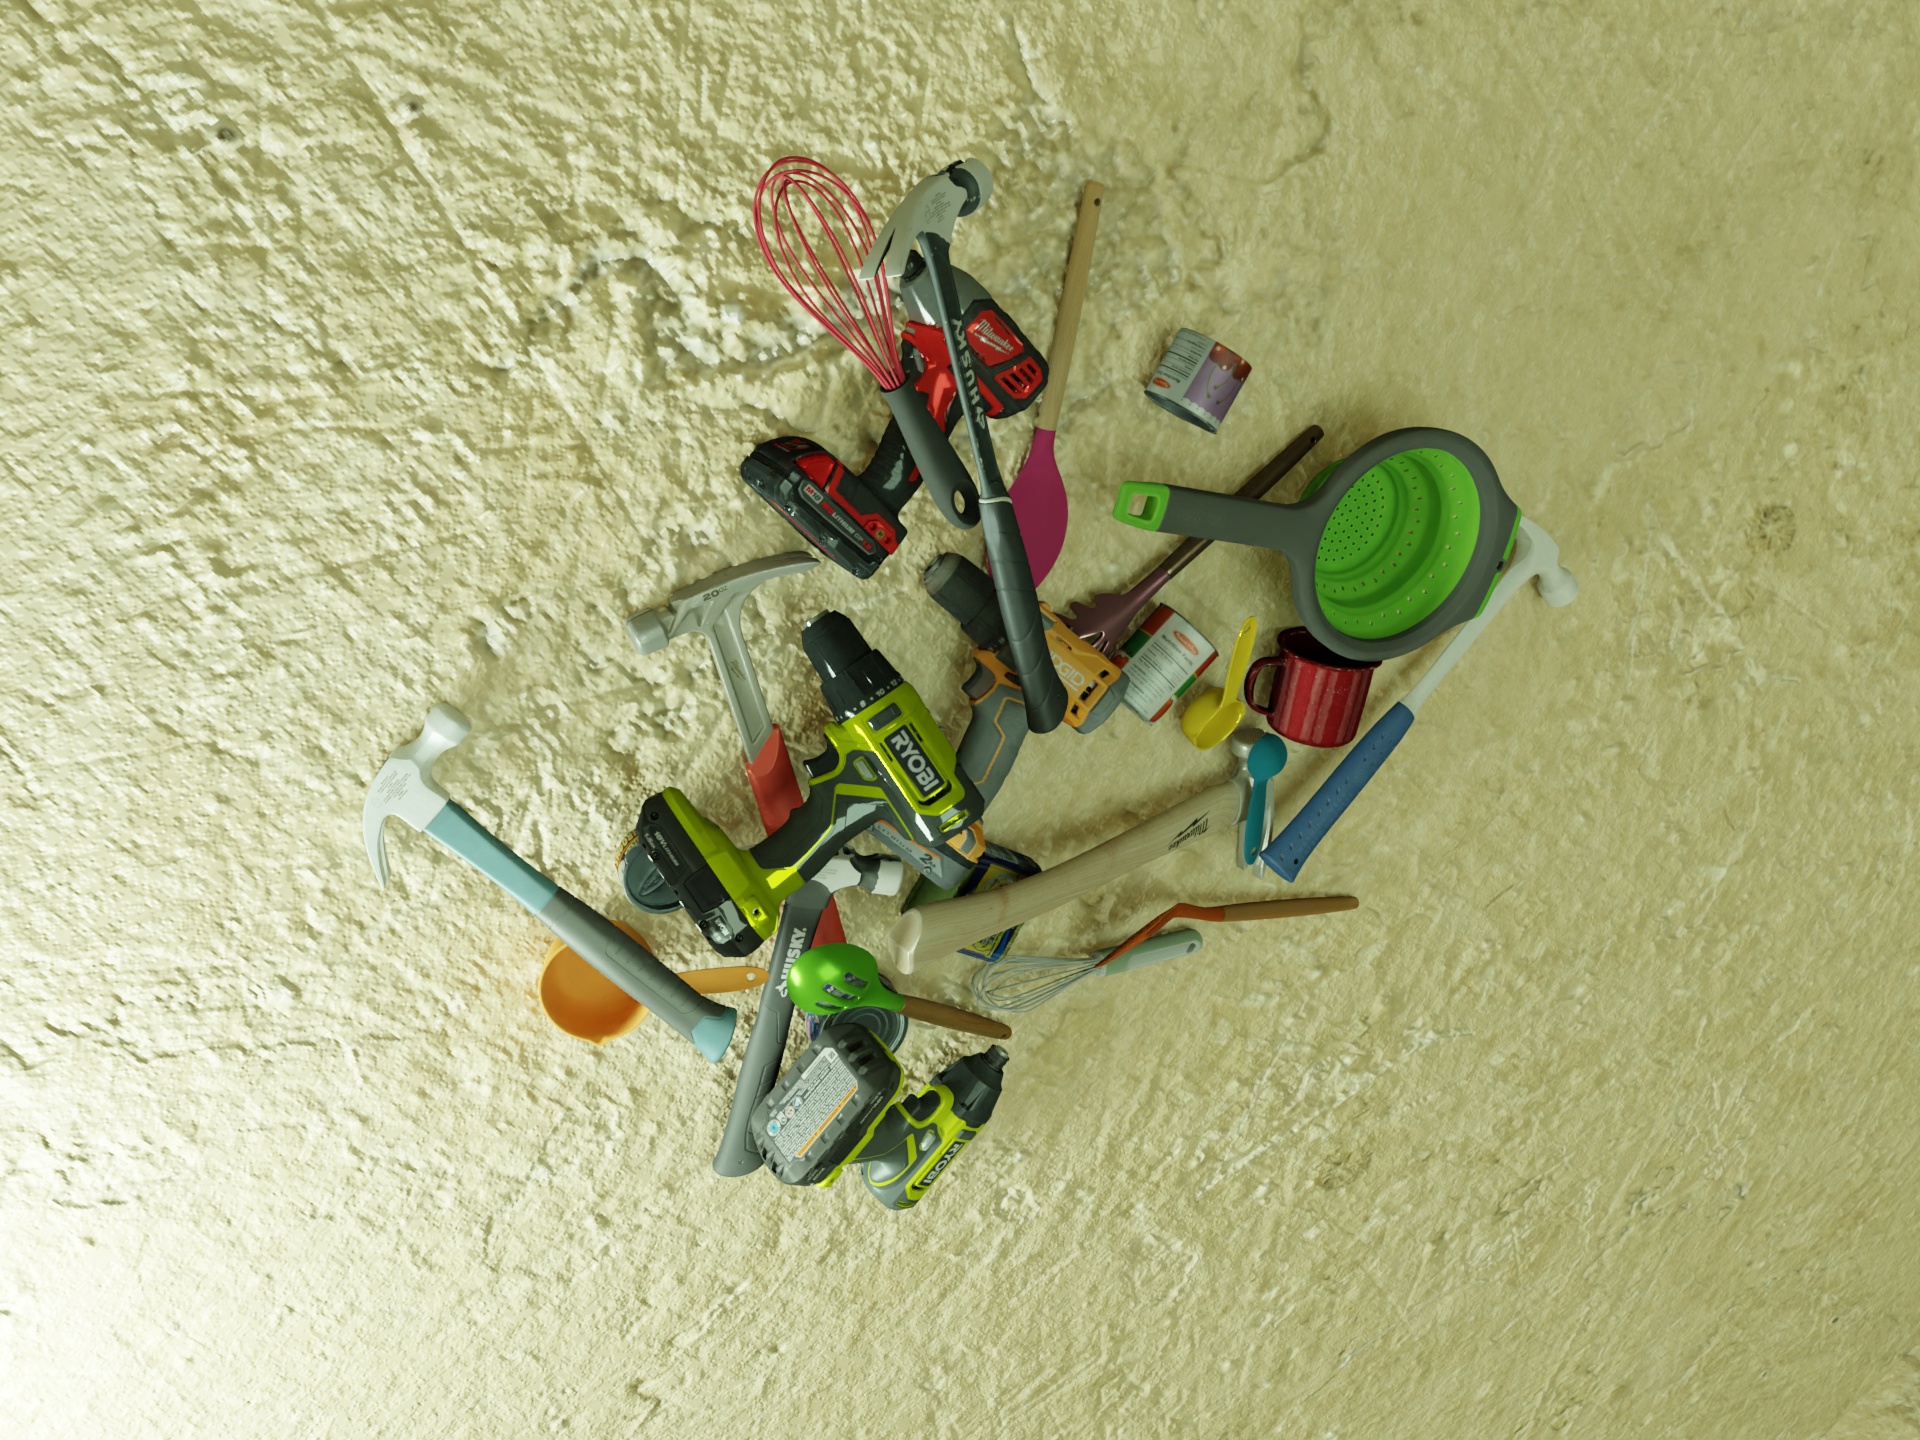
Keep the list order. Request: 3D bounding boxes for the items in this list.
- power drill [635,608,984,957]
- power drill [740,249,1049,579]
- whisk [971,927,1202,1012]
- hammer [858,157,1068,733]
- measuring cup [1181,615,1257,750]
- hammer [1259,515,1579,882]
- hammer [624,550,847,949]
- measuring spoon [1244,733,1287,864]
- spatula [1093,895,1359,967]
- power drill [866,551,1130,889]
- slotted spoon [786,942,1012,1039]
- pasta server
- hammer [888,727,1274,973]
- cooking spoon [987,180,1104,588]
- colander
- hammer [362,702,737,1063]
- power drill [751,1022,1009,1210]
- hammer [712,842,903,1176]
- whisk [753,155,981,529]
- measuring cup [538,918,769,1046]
[{"bbox_3d":[-0.121,0.047,1.171,0.228,0.080,0.190,-34,95,-6],"label":"power drill"},{"bbox_3d":[-0.048,-0.224,1.151,0.219,0.079,0.143,-49,123,-3],"label":"power drill"},{"bbox_3d":[0.119,0.223,1.445,0.246,0.059,0.057,-9,127,-28],"label":"whisk"},{"bbox_3d":[0.020,-0.169,1.114,0.149,0.036,0.408,-52,136,-47],"label":"hammer"},{"bbox_3d":[0.224,-0.038,1.360,0.062,0.029,0.156,-25,144,-28],"label":"measuring cup"},{"bbox_3d":[0.414,-0.021,1.467,0.405,0.035,0.144,-49,123,-6],"label":"hammer"},{"bbox_3d":[-0.137,0.048,1.248,0.149,0.037,0.358,-23,119,-15],"label":"hammer"},{"bbox_3d":[0.272,0.074,1.418,0.042,0.021,0.128,-12,117,-34],"label":"measuring spoon"},{"bbox_3d":[0.261,0.188,1.484,0.322,0.041,0.081,0,152,-35],"label":"spatula"},{"bbox_3d":[-0.002,-0.004,1.256,0.185,0.084,0.226,39,92,-14],"label":"power drill"},{"bbox_3d":[-0.037,0.239,1.328,0.070,0.031,0.313,-46,145,10],"label":"slotted spoon"},{"bbox_3d":[0.185,-0.143,1.330,0.316,0.040,0.060,-43,123,-8],"label":"pasta server"},{"bbox_3d":[0.116,0.133,1.360,0.410,0.038,0.146,-20,120,-31],"label":"hammer"},{"bbox_3d":[0.072,-0.251,1.229,0.068,0.017,0.318,1,112,-27],"label":"cooking spoon"},{"bbox_3d":[0.280,-0.167,1.319,0.397,0.095,0.204,5,114,-28],"label":"colander"},{"bbox_3d":[-0.291,0.139,1.164,0.330,0.033,0.128,43,93,-17],"label":"hammer"},{"bbox_3d":[-0.058,0.333,1.356,0.171,0.080,0.223,-51,145,6],"label":"power drill"},{"bbox_3d":[-0.158,0.241,1.297,0.146,0.035,0.334,9,117,-16],"label":"hammer"},{"bbox_3d":[-0.052,-0.243,1.069,0.073,0.073,0.295,-37,127,-7],"label":"whisk"},{"bbox_3d":[-0.237,0.195,1.234,0.173,0.052,0.095,-2,104,-12],"label":"measuring cup"}]
